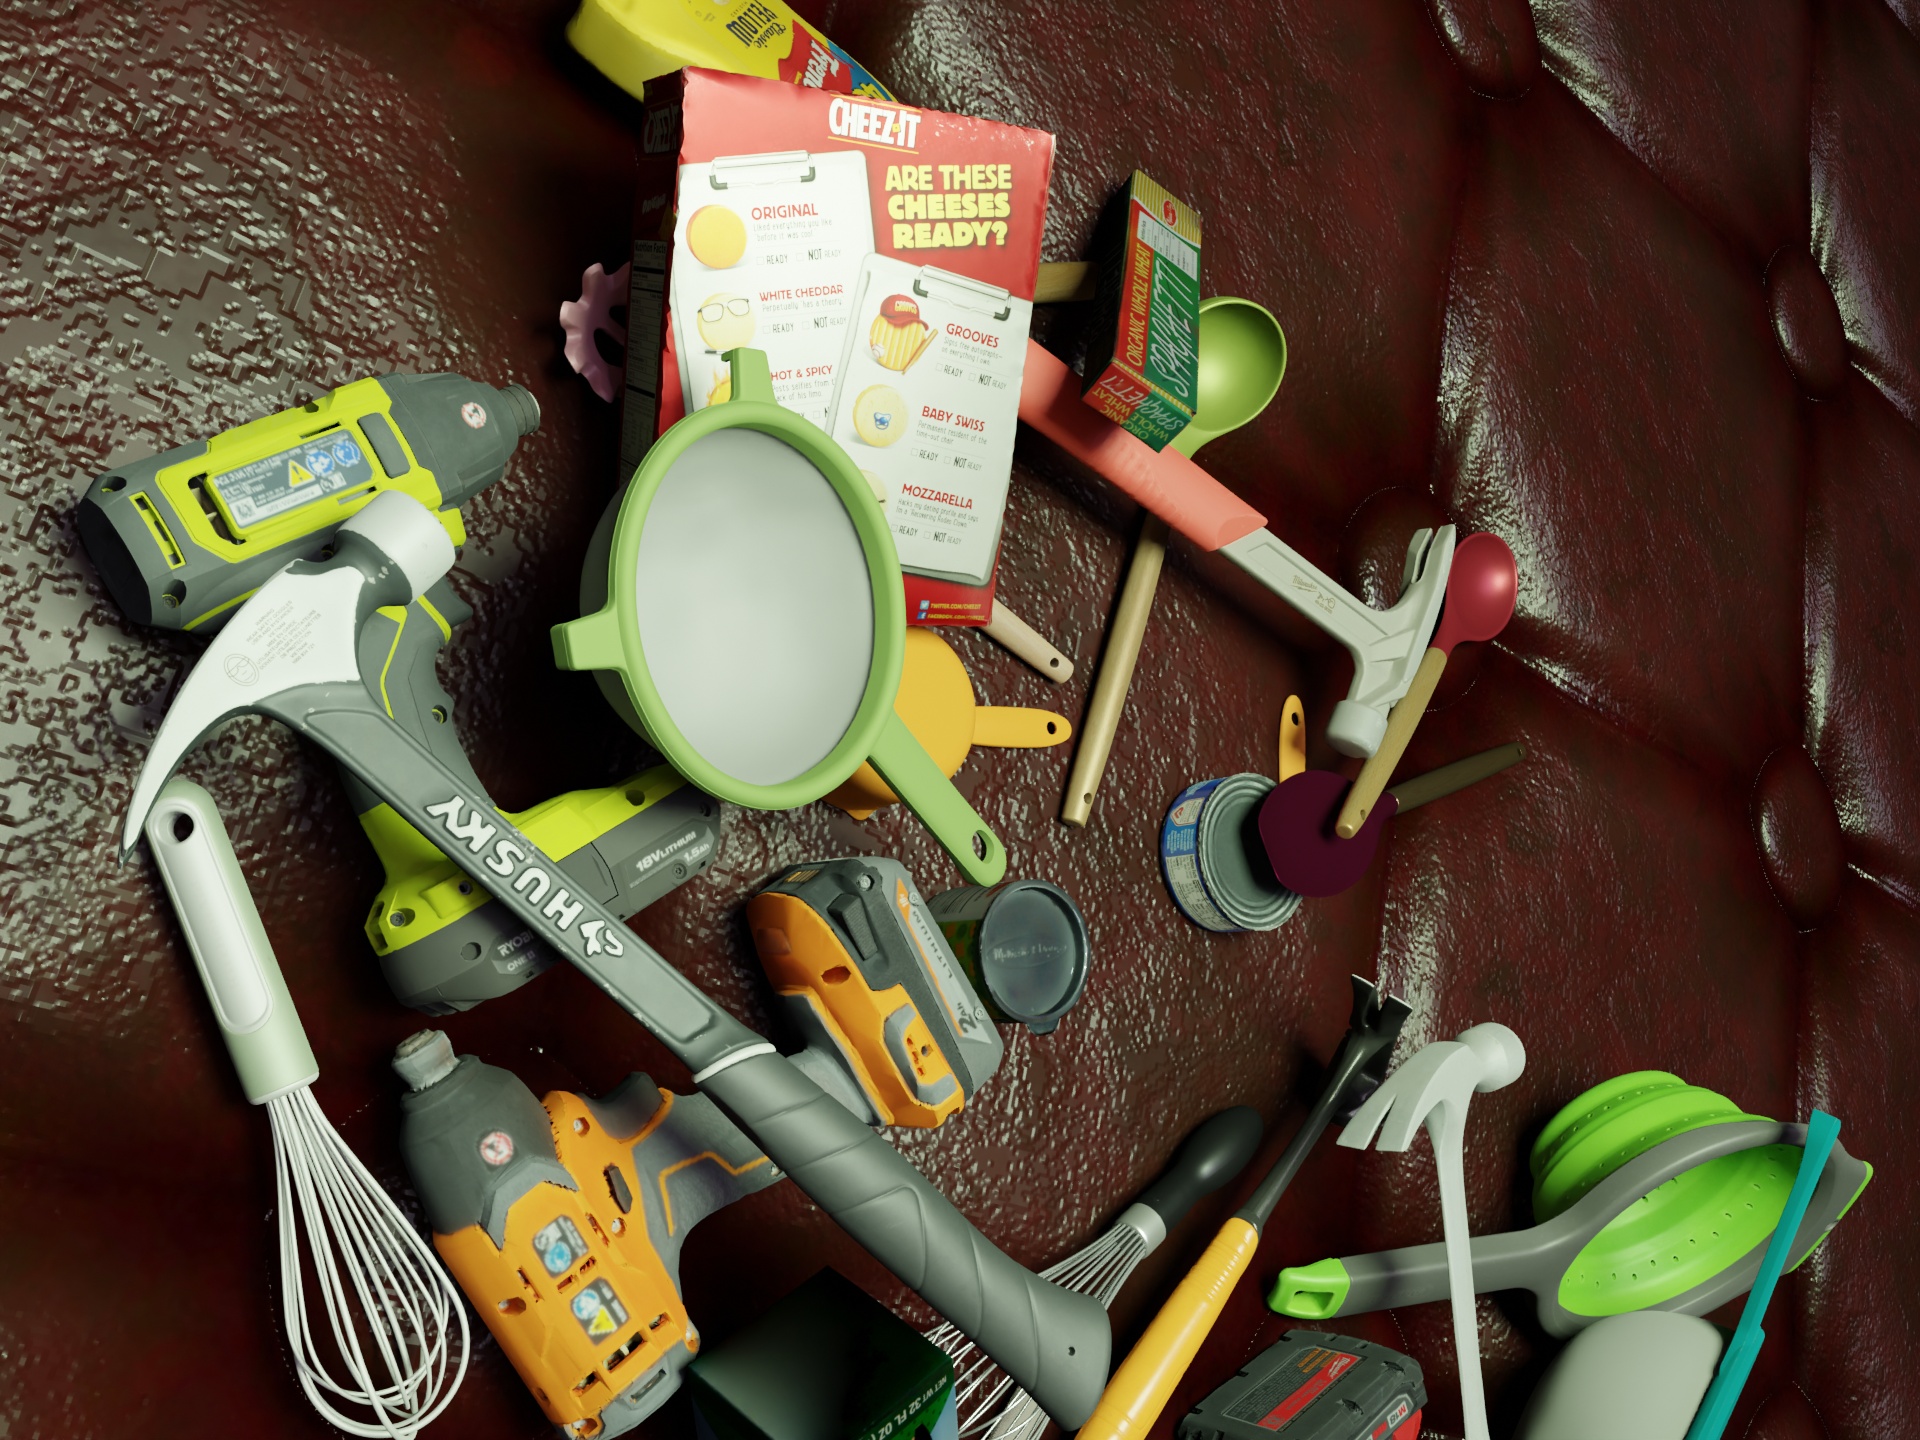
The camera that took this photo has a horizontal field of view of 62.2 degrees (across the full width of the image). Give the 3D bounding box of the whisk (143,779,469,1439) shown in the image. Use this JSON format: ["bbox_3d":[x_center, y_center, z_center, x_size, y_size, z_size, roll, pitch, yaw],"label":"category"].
[{"bbox_3d":[-0.235,0.137,0.559,0.058,0.059,0.246,-21,90,-11],"label":"whisk"}]

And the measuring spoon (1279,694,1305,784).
[{"bbox_3d":[0.197,0.041,0.928,0.021,0.011,0.117,13,73,-35],"label":"measuring spoon"}]

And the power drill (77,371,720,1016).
[{"bbox_3d":[-0.193,-0.018,0.604,0.171,0.080,0.223,-33,98,-37],"label":"power drill"}]

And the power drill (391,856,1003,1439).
[{"bbox_3d":[-0.105,0.146,0.635,0.226,0.084,0.164,-36,103,-32],"label":"power drill"}]

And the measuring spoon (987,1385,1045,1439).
[{"bbox_3d":[0.018,0.330,0.735,0.124,0.018,0.034,-44,108,-42],"label":"measuring spoon"}]

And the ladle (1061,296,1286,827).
[{"bbox_3d":[0.110,-0.091,0.863,0.078,0.062,0.320,30,67,-30],"label":"ladle"}]

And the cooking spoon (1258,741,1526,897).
[{"bbox_3d":[0.267,0.046,0.951,0.319,0.017,0.069,-13,81,-46],"label":"cooking spoon"}]

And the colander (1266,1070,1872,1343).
[{"bbox_3d":[0.342,0.282,0.940,0.397,0.204,0.095,0,37,-21],"label":"colander"}]

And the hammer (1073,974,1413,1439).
[{"bbox_3d":[0.124,0.275,0.780,0.337,0.034,0.127,-47,154,-29],"label":"hammer"}]

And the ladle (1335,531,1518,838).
[{"bbox_3d":[0.284,-0.024,0.970,0.069,0.031,0.315,59,44,-17],"label":"ladle"}]

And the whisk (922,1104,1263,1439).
[{"bbox_3d":[0.067,0.262,0.758,0.284,0.070,0.070,-29,99,-42],"label":"whisk"}]

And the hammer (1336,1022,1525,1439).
[{"bbox_3d":[0.255,0.366,0.794,0.144,0.035,0.405,-5,89,-47],"label":"hammer"}]

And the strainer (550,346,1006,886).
[{"bbox_3d":[-0.066,-0.010,0.635,0.256,0.069,0.152,51,50,-39],"label":"strainer"}]

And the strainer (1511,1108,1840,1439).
[{"bbox_3d":[0.390,0.361,0.902,0.211,0.095,0.340,3,107,-56],"label":"strainer"}]

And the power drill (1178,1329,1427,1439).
[{"bbox_3d":[0.214,0.438,0.823,0.188,0.080,0.226,-18,95,-39],"label":"power drill"}]

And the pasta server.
[{"bbox_3d":[-0.055,-0.103,0.750,0.316,0.040,0.060,36,87,-28],"label":"pasta server"}]

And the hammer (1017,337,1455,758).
[{"bbox_3d":[0.122,-0.124,0.834,0.358,0.037,0.149,31,73,-27],"label":"hammer"}]

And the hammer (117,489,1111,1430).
[{"bbox_3d":[-0.096,0.110,0.550,0.408,0.036,0.149,45,58,-10],"label":"hammer"}]

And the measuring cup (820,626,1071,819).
[{"bbox_3d":[-0.001,-0.002,0.759,0.173,0.052,0.095,3,79,-35],"label":"measuring cup"}]

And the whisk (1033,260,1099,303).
[{"bbox_3d":[-0.012,-0.217,0.809,0.245,0.051,0.047,-18,113,-42],"label":"whisk"}]
